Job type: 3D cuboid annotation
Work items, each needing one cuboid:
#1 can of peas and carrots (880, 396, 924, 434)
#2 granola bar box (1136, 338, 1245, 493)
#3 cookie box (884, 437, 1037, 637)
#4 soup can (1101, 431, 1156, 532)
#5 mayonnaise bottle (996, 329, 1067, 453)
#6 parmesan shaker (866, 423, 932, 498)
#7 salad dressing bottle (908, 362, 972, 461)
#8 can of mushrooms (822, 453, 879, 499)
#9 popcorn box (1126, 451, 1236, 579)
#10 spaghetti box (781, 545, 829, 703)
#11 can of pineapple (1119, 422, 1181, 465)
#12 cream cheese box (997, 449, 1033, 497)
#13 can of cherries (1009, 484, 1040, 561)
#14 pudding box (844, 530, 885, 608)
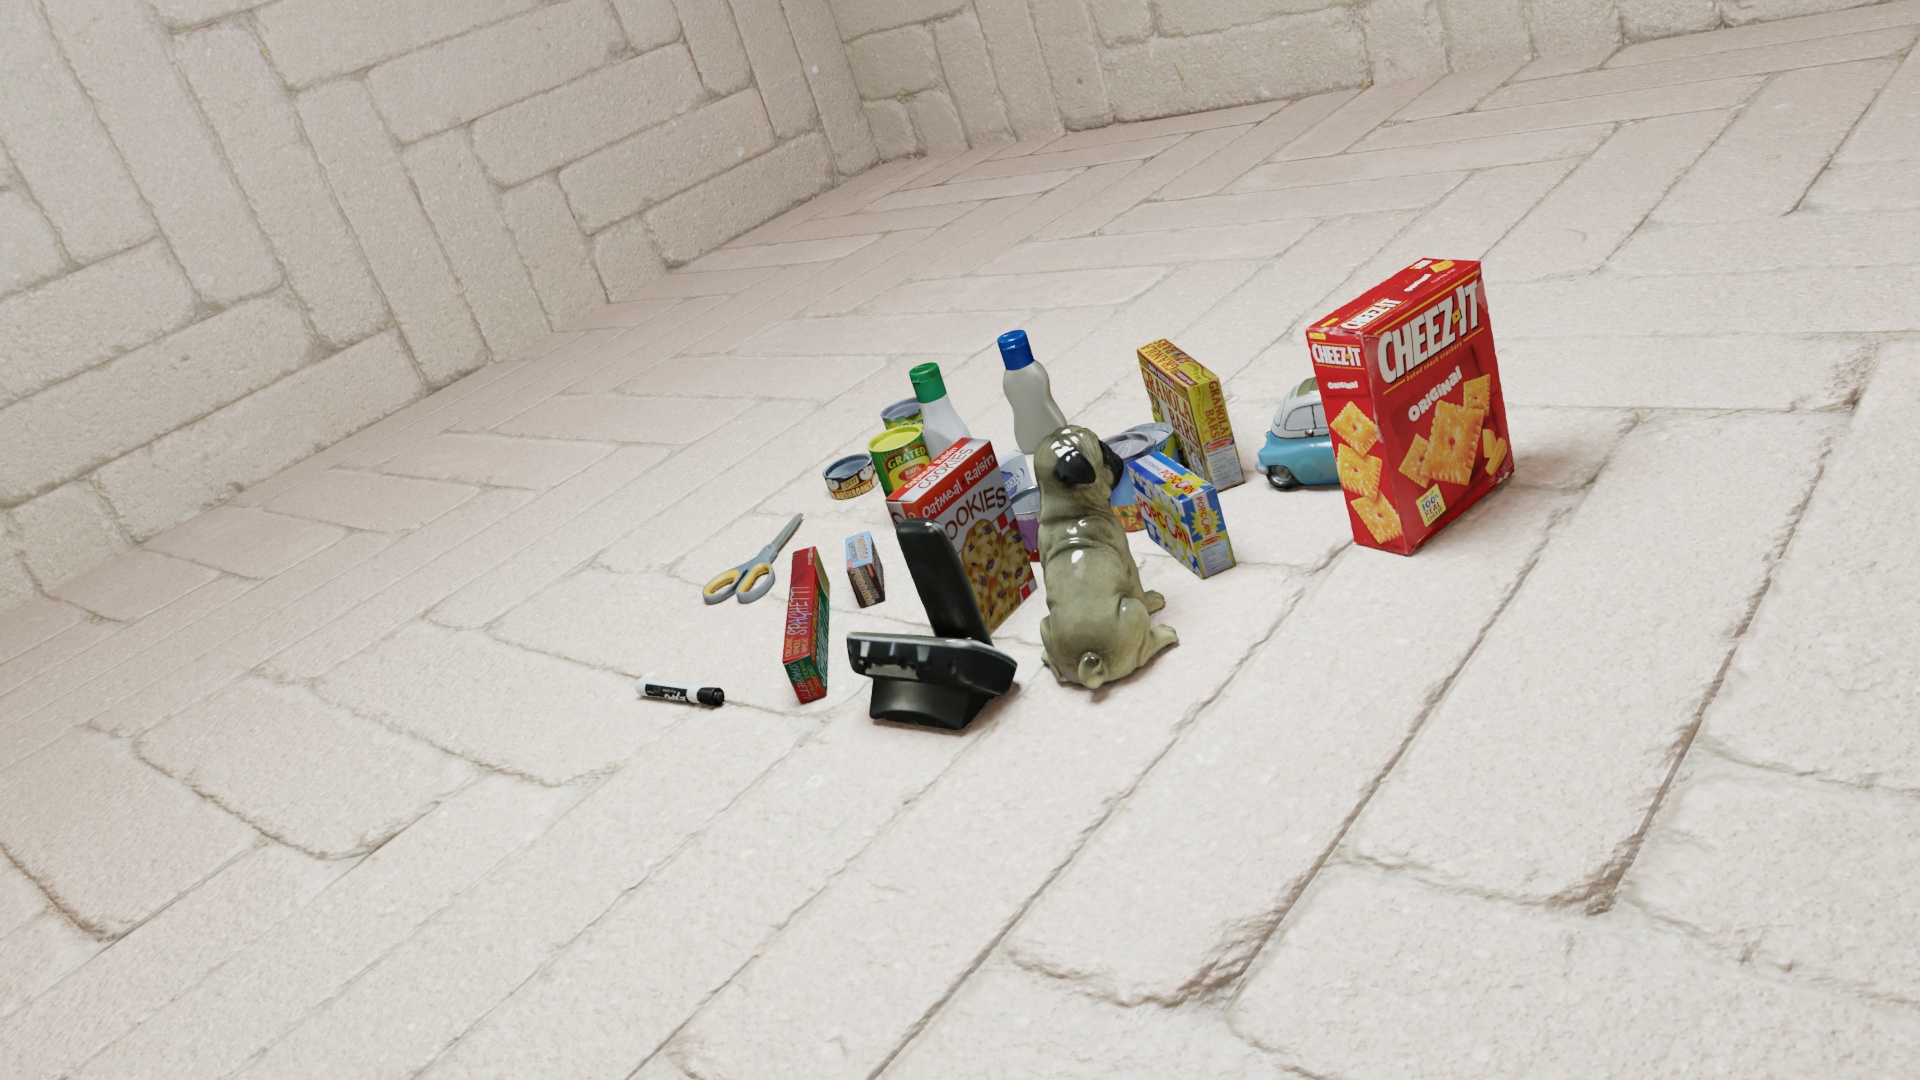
[{"bbox_3d":[-0.063,-0.148,1.812,0.071,0.058,0.071,-16,24,7],"label":"can of peas and carrots"},{"bbox_3d":[0.243,-0.136,1.484,0.039,0.123,0.166,-21,24,-3],"label":"granola bar box"},{"bbox_3d":[0.003,0.004,1.311,0.040,0.166,0.123,3,32,40],"label":"cookie box"},{"bbox_3d":[0.176,-0.060,1.423,0.071,0.083,0.071,-16,24,7],"label":"soup can"},{"bbox_3d":[0.082,-0.178,1.662,0.065,0.147,0.041,-11,25,18],"label":"mayonnaise bottle"},{"bbox_3d":[-0.058,-0.074,1.598,0.071,0.102,0.071,-16,24,7],"label":"parmesan shaker"},{"bbox_3d":[-0.022,-0.139,1.655,0.064,0.147,0.044,4,33,42],"label":"salad dressing bottle"},{"bbox_3d":[-0.138,-0.080,1.754,0.071,0.033,0.071,-16,24,7],"label":"can of mushrooms"},{"bbox_3d":[0.209,-0.026,1.326,0.038,0.085,0.127,-23,24,-9],"label":"popcorn box"},{"bbox_3d":[-0.155,0.080,1.408,0.029,0.050,0.251,-18,24,3],"label":"spaghetti box"},{"bbox_3d":[0.201,-0.086,1.491,0.071,0.057,0.071,-16,24,7],"label":"can of pineapple"},{"bbox_3d":[0.032,-0.055,1.554,0.104,0.053,0.024,-30,26,-22],"label":"cream cheese box"},{"bbox_3d":[0.081,-0.018,1.434,0.071,0.058,0.072,-16,24,7],"label":"can of cherries"},{"bbox_3d":[-0.102,0.030,1.476,0.030,0.049,0.084,-18,24,3],"label":"pudding box"}]
